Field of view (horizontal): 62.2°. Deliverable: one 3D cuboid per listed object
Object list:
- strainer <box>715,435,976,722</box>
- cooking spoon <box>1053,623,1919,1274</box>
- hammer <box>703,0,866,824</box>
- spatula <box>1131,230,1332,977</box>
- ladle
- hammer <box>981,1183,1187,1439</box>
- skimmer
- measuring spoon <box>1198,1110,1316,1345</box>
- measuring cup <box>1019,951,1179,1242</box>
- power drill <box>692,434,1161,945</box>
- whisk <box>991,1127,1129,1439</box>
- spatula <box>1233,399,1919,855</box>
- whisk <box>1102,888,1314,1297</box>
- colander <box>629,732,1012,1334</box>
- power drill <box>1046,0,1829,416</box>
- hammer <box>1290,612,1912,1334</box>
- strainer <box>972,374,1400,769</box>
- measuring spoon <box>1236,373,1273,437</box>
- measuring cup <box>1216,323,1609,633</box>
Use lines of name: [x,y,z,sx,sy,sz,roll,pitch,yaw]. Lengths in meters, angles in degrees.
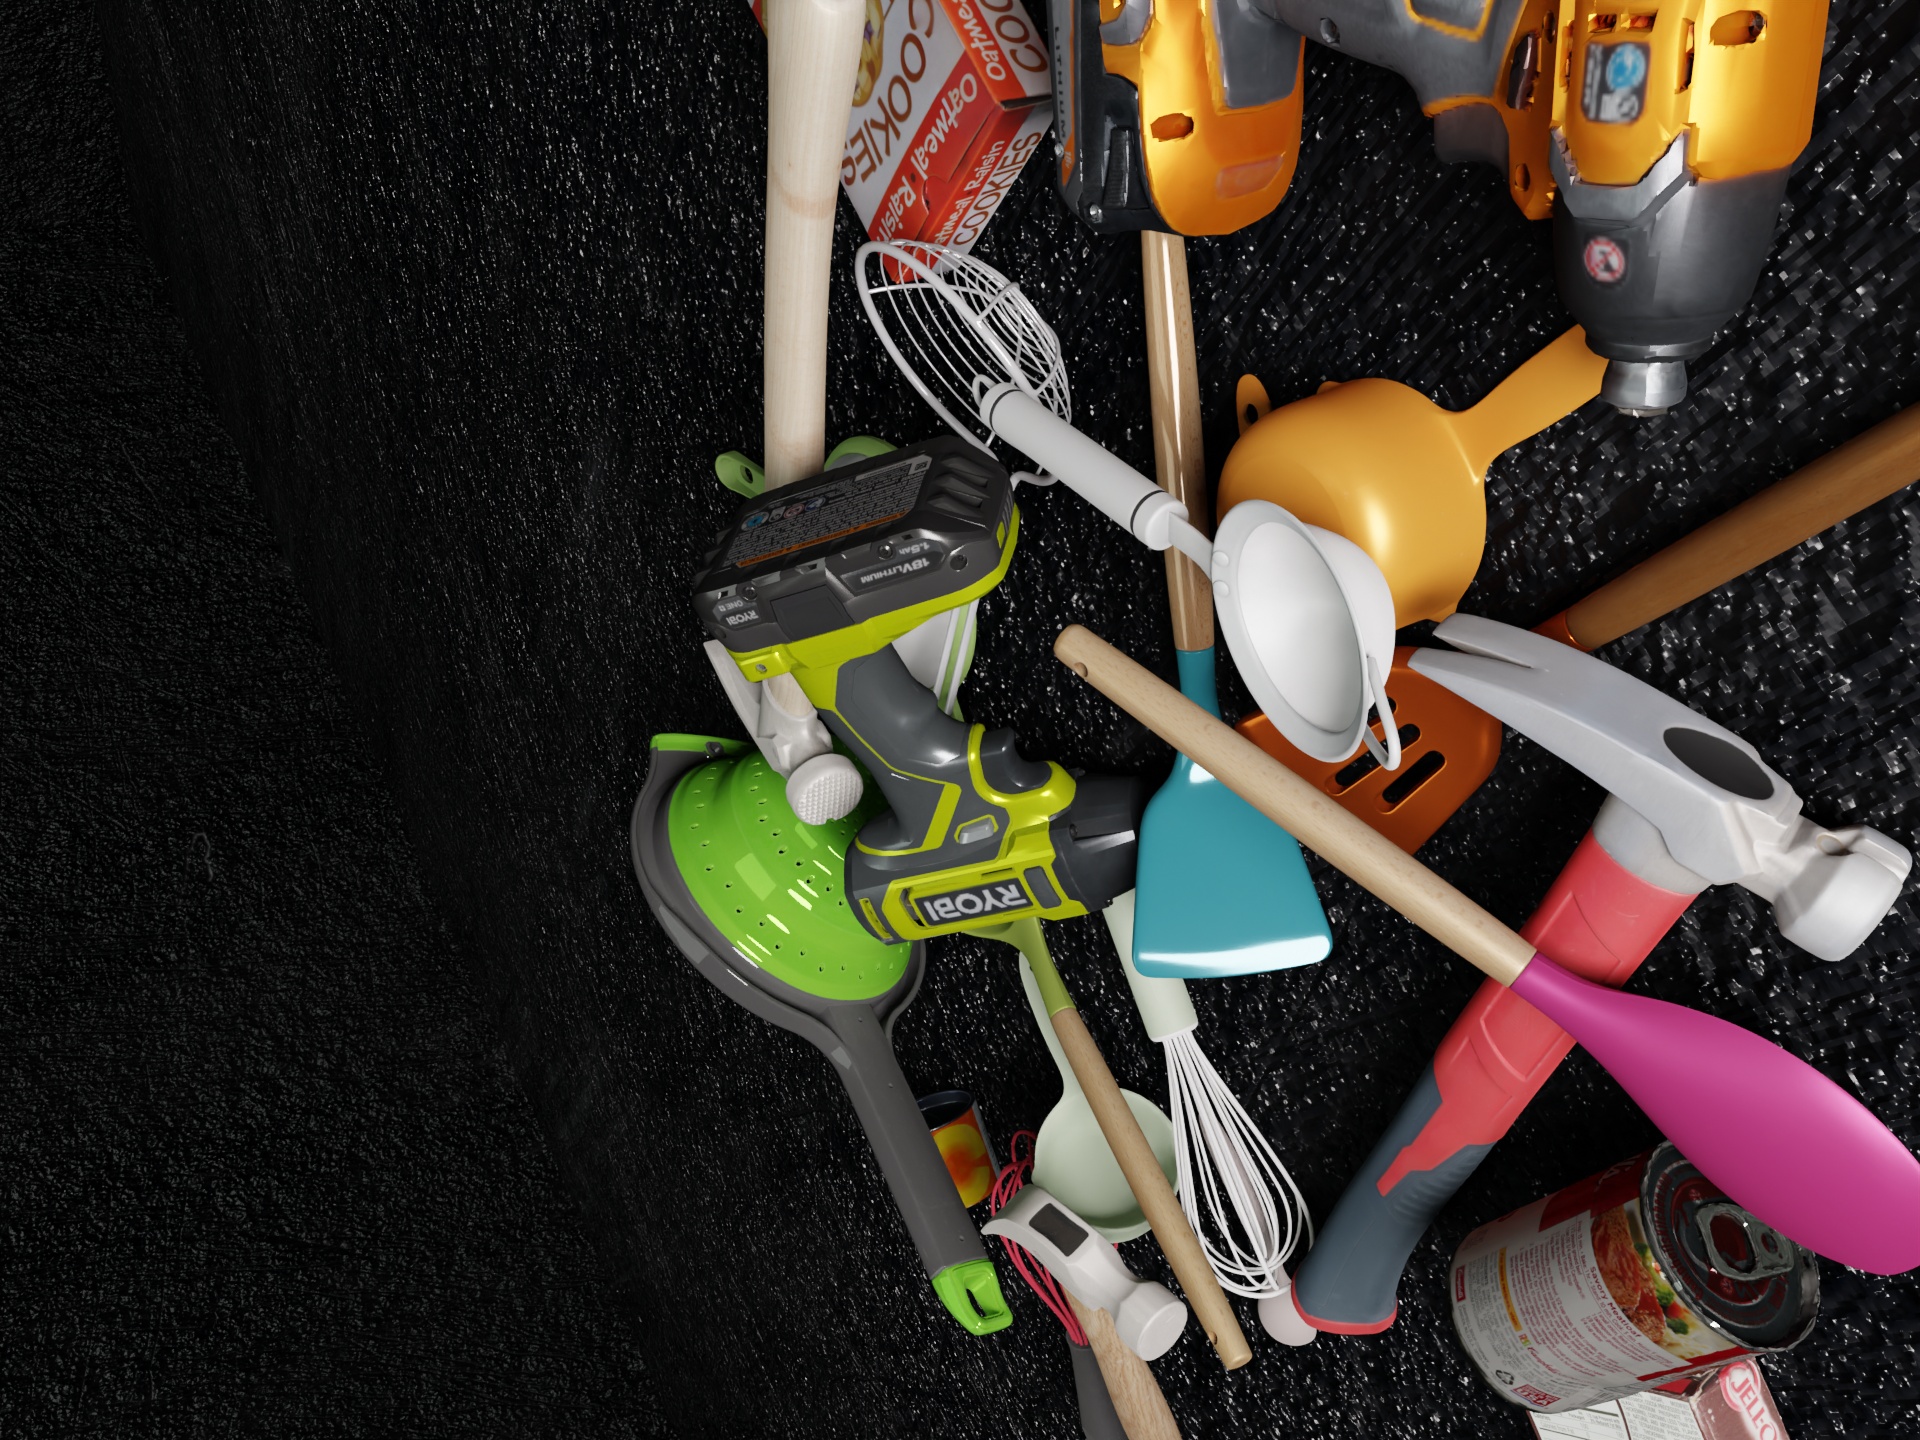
strainer: [-0.091,-0.096,0.896,0.257,0.069,0.151,36,139,43]
cooking spoon: [0.155,0.063,0.504,0.319,0.017,0.068,38,145,19]
hammer: [-0.080,-0.146,0.729,0.146,0.038,0.410,54,148,41]
spatula: [0.093,-0.052,0.629,0.044,0.082,0.317,-79,-18,-72]
ladle: [0.051,0.170,0.788,0.321,0.062,0.078,62,147,37]
hammer: [0.089,0.351,0.839,0.130,0.031,0.331,32,152,43]
skimmer: [-0.024,-0.041,0.746,0.127,0.090,0.363,40,129,39]
measuring spoon: [0.141,0.253,0.789,0.034,0.018,0.124,-30,82,62]
measuring cup: [0.063,0.199,0.854,0.038,0.083,0.168,89,163,-54]
power drill: [-0.001,-0.002,0.689,0.171,0.080,0.223,-14,125,22]
whisk: [0.071,0.352,0.947,0.073,0.073,0.295,30,141,49]
spatula: [0.197,-0.032,0.467,0.081,0.041,0.322,49,149,1]
whisk: [0.106,0.155,0.759,0.058,0.059,0.246,-2,-109,-74]
colander: [-0.047,0.138,0.891,0.094,0.204,0.397,-45,58,27]
power drill: [0.125,-0.180,0.450,0.227,0.084,0.164,26,131,47]
hammer: [0.176,0.129,0.591,0.143,0.038,0.386,35,143,20]
strainer: [0.075,-0.067,0.543,0.259,0.050,0.086,45,152,42]
measuring spoon: [0.118,-0.073,0.607,0.021,0.011,0.117,11,118,58]
measuring cup: [0.144,-0.081,0.511,0.095,0.052,0.173,65,154,7]
